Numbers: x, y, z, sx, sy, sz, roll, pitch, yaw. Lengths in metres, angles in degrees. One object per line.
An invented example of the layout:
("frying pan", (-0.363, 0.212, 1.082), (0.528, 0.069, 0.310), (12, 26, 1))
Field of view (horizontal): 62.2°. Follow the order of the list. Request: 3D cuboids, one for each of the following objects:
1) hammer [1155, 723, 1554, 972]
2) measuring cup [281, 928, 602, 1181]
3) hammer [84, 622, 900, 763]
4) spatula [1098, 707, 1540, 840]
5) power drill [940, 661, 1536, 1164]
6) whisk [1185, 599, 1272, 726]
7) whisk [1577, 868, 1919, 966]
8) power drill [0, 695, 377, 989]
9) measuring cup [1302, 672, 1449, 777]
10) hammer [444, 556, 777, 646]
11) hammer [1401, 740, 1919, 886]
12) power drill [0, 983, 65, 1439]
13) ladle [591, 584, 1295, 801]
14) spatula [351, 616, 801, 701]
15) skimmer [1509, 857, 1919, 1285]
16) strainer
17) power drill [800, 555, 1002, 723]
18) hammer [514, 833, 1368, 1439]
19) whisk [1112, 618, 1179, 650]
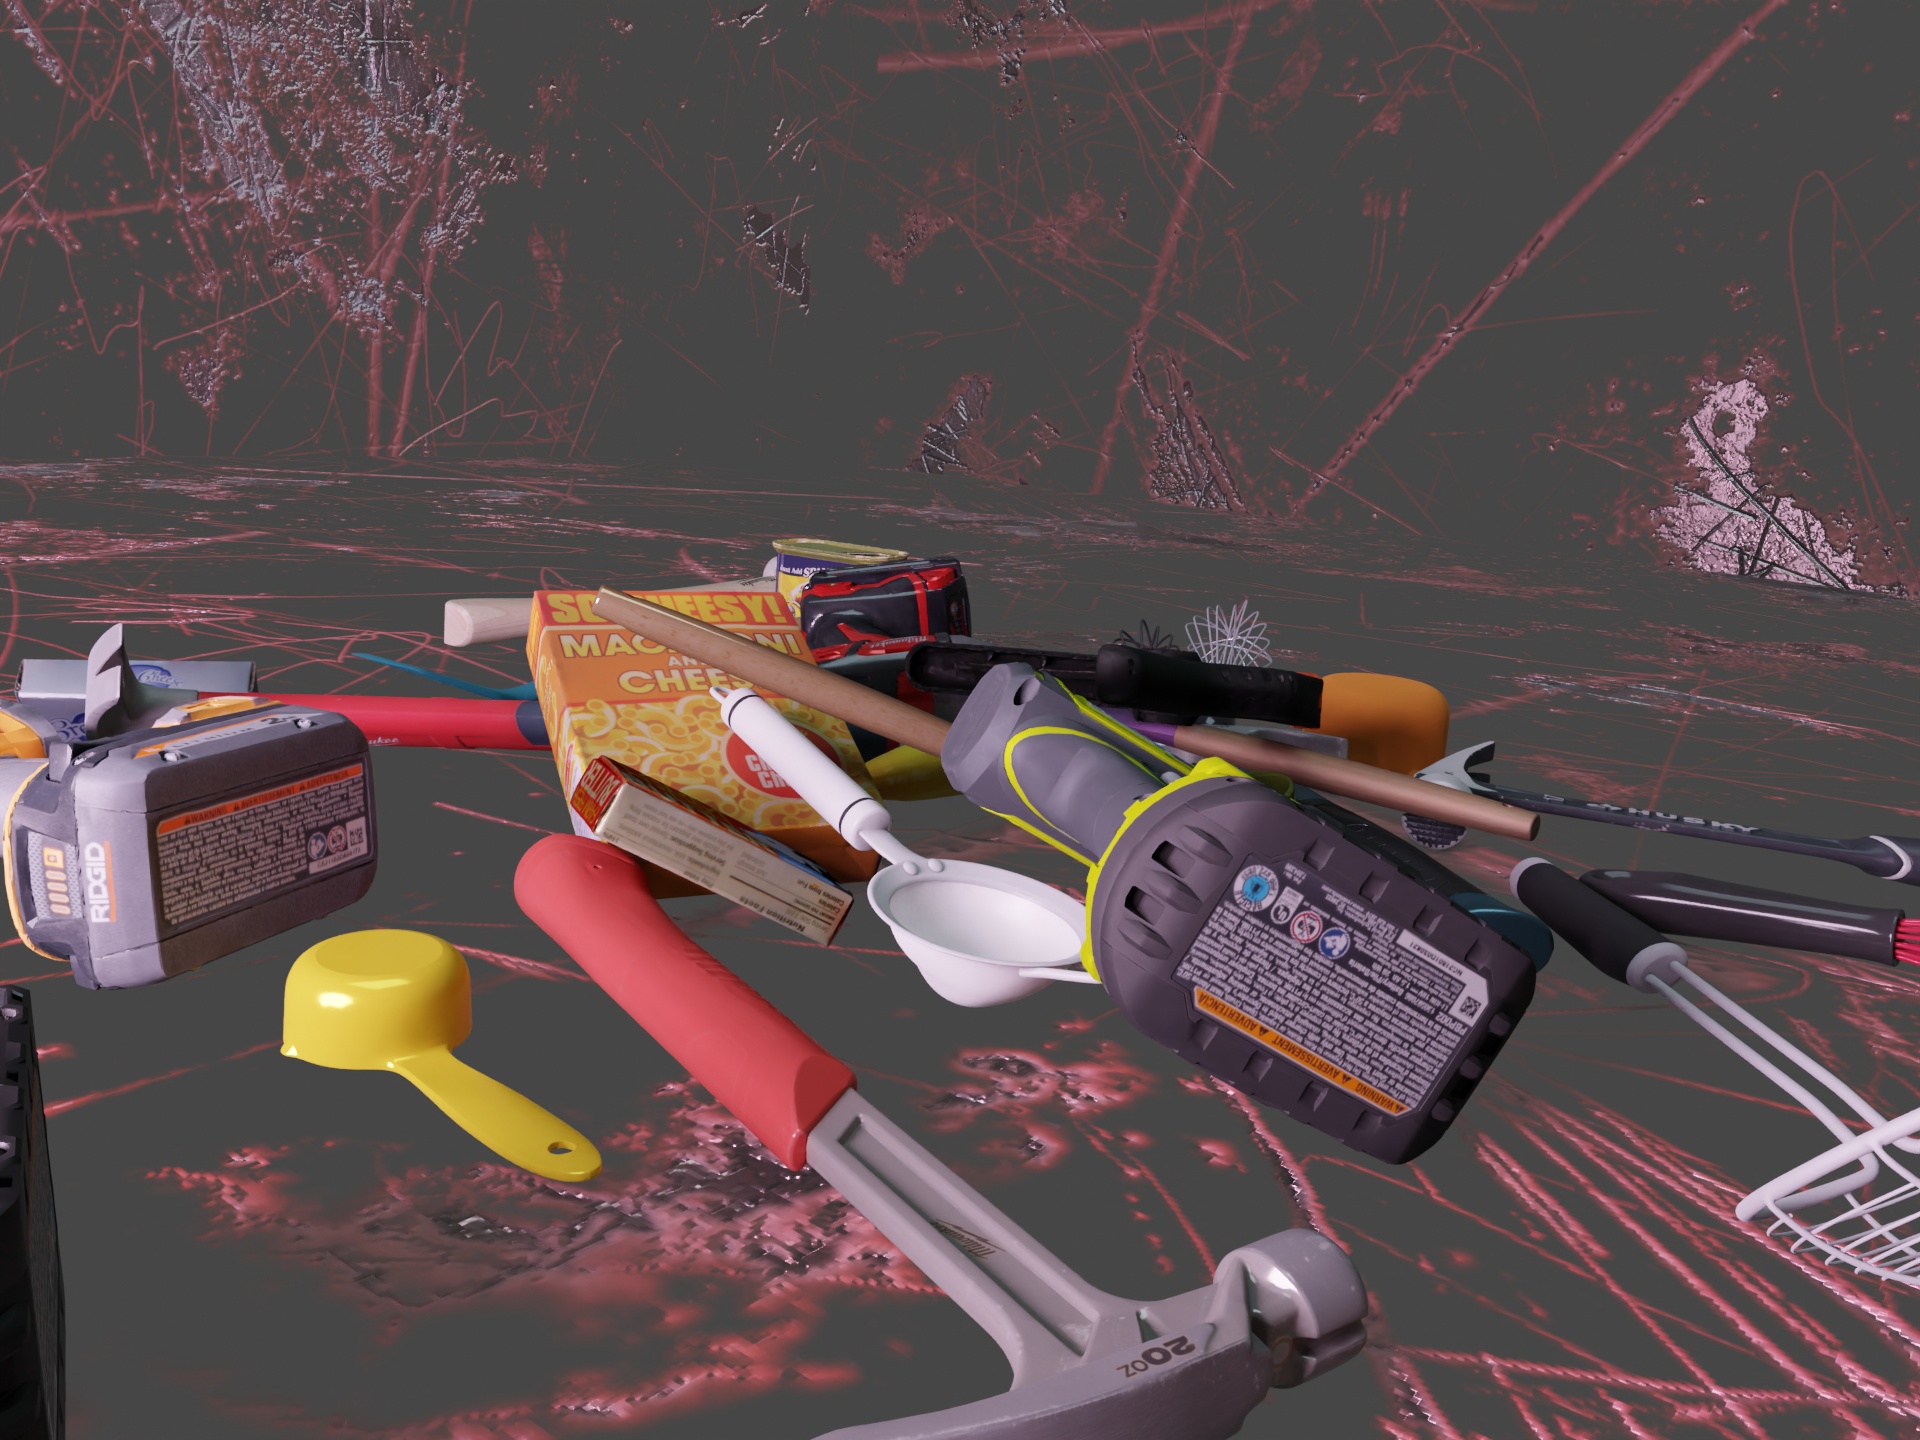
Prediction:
("hammer", (0.175, 0.051, 0.770), (0.128, 0.033, 0.331), (0, 13, -13))
("measuring cup", (-0.150, 0.095, 0.470), (0.062, 0.029, 0.157), (-8, 16, -43))
("hammer", (-0.206, -0.001, 0.773), (0.386, 0.038, 0.143), (2, -16, -25))
("spatula", (0.133, 0.013, 0.795), (0.316, 0.018, 0.059), (16, 14, 38))
("power drill", (0.092, 0.056, 0.553), (0.171, 0.080, 0.223), (31, 5, -15))
("whisk", (0.177, -0.029, 1.091), (0.070, 0.070, 0.285), (7, 17, 11))
("whisk", (0.391, 0.089, 0.625), (0.296, 0.073, 0.073), (7, 11, 41))
("power drill", (-0.350, 0.038, 0.557), (0.226, 0.084, 0.185), (4, 11, 20))
("measuring cup", (0.216, 0.000, 0.961), (0.173, 0.052, 0.095), (1, 13, -22))
("hammer", (-0.226, -0.092, 1.279), (0.146, 0.038, 0.410), (15, 17, 35))
("hammer", (0.436, 0.065, 0.791), (0.409, 0.036, 0.149), (9, 13, 21))
("power drill", (-0.271, 0.116, 0.242), (0.228, 0.080, 0.191), (-6, 16, -28))
("ladle", (-0.001, -0.002, 0.688), (0.320, 0.062, 0.078), (22, 4, -12))
("spatula", (-0.217, -0.046, 1.013), (0.317, 0.044, 0.082), (-15, 18, -41))
("skimmer", (0.256, 0.079, 0.536), (0.127, 0.090, 0.363), (-24, 11, 2))
("strainer", (-0.031, 0.046, 0.606), (0.086, 0.050, 0.259), (0, 27, -40))
("power drill", (-0.034, -0.043, 1.004), (0.143, 0.078, 0.220), (-6, 17, -5))
("hammer", (-0.065, 0.102, 0.458), (0.149, 0.036, 0.359), (-4, 16, -34))
("whisk", (0.125, -0.022, 1.055), (0.055, 0.055, 0.239), (5, 16, 4))
